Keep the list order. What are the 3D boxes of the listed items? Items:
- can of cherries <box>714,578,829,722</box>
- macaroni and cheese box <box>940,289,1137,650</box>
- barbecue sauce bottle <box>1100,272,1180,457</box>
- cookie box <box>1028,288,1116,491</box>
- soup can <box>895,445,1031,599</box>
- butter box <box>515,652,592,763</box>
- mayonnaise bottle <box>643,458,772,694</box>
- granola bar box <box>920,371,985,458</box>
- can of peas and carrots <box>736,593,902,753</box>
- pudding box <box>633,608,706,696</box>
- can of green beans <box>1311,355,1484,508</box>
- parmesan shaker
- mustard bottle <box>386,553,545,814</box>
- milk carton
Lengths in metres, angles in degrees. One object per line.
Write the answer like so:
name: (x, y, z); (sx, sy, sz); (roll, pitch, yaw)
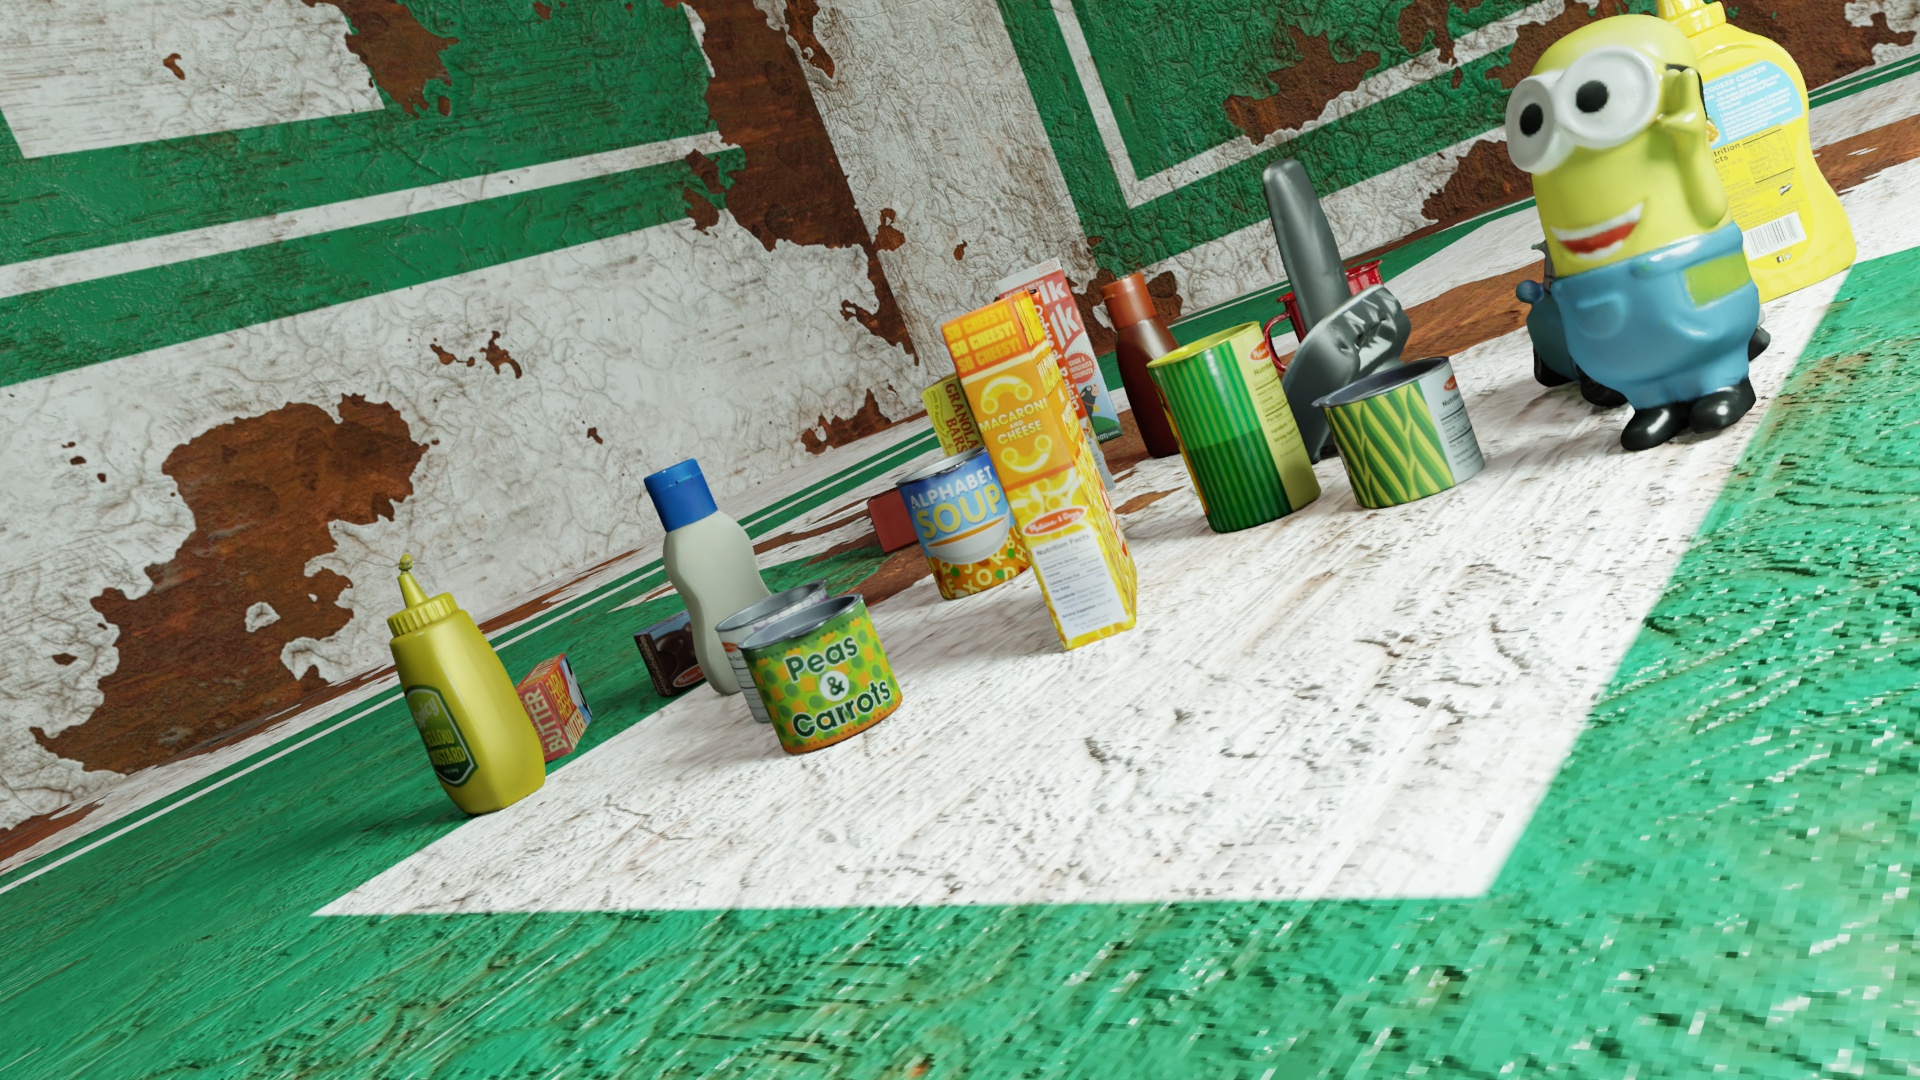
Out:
can of cherries: (-0.094, 0.061, 0.782); (0.071, 0.058, 0.071); (-22, 8, 3)
macaroni and cheese box: (0.043, -0.041, 0.705); (0.040, 0.166, 0.124); (-21, 8, 11)
barbecue sauce bottle: (0.157, -0.144, 1.137); (0.044, 0.148, 0.064); (-27, 9, -32)
cookie box: (0.067, -0.116, 1.128); (0.040, 0.167, 0.123); (-23, 8, -5)
soup can: (0.003, -0.011, 0.909); (0.071, 0.083, 0.071); (-22, 8, 3)
butter box: (-0.277, 0.113, 0.947); (0.024, 0.053, 0.103); (-23, 8, -4)
mayonnaise bottle: (-0.158, 0.021, 0.894); (0.065, 0.148, 0.041); (-26, 9, -29)
granola bar box: (0.013, -0.092, 1.268); (0.039, 0.124, 0.166); (-21, 8, 9)
can of peas and carrots: (-0.068, 0.065, 0.685); (0.071, 0.058, 0.071); (-22, 8, 3)
pudding box: (-0.184, 0.071, 0.986); (0.084, 0.049, 0.030); (-28, 10, -35)
can of green beans: (0.223, -0.054, 0.702); (0.071, 0.057, 0.071); (-22, 8, 3)
parmesan shaker: (0.152, -0.062, 0.779); (0.071, 0.103, 0.071); (-22, 8, 3)
mustard bottle: (-0.304, 0.084, 0.828); (0.065, 0.160, 0.049); (-16, 10, 38)
milk carton: (0.101, -0.187, 1.420); (0.072, 0.190, 0.073); (-21, 8, 8)
